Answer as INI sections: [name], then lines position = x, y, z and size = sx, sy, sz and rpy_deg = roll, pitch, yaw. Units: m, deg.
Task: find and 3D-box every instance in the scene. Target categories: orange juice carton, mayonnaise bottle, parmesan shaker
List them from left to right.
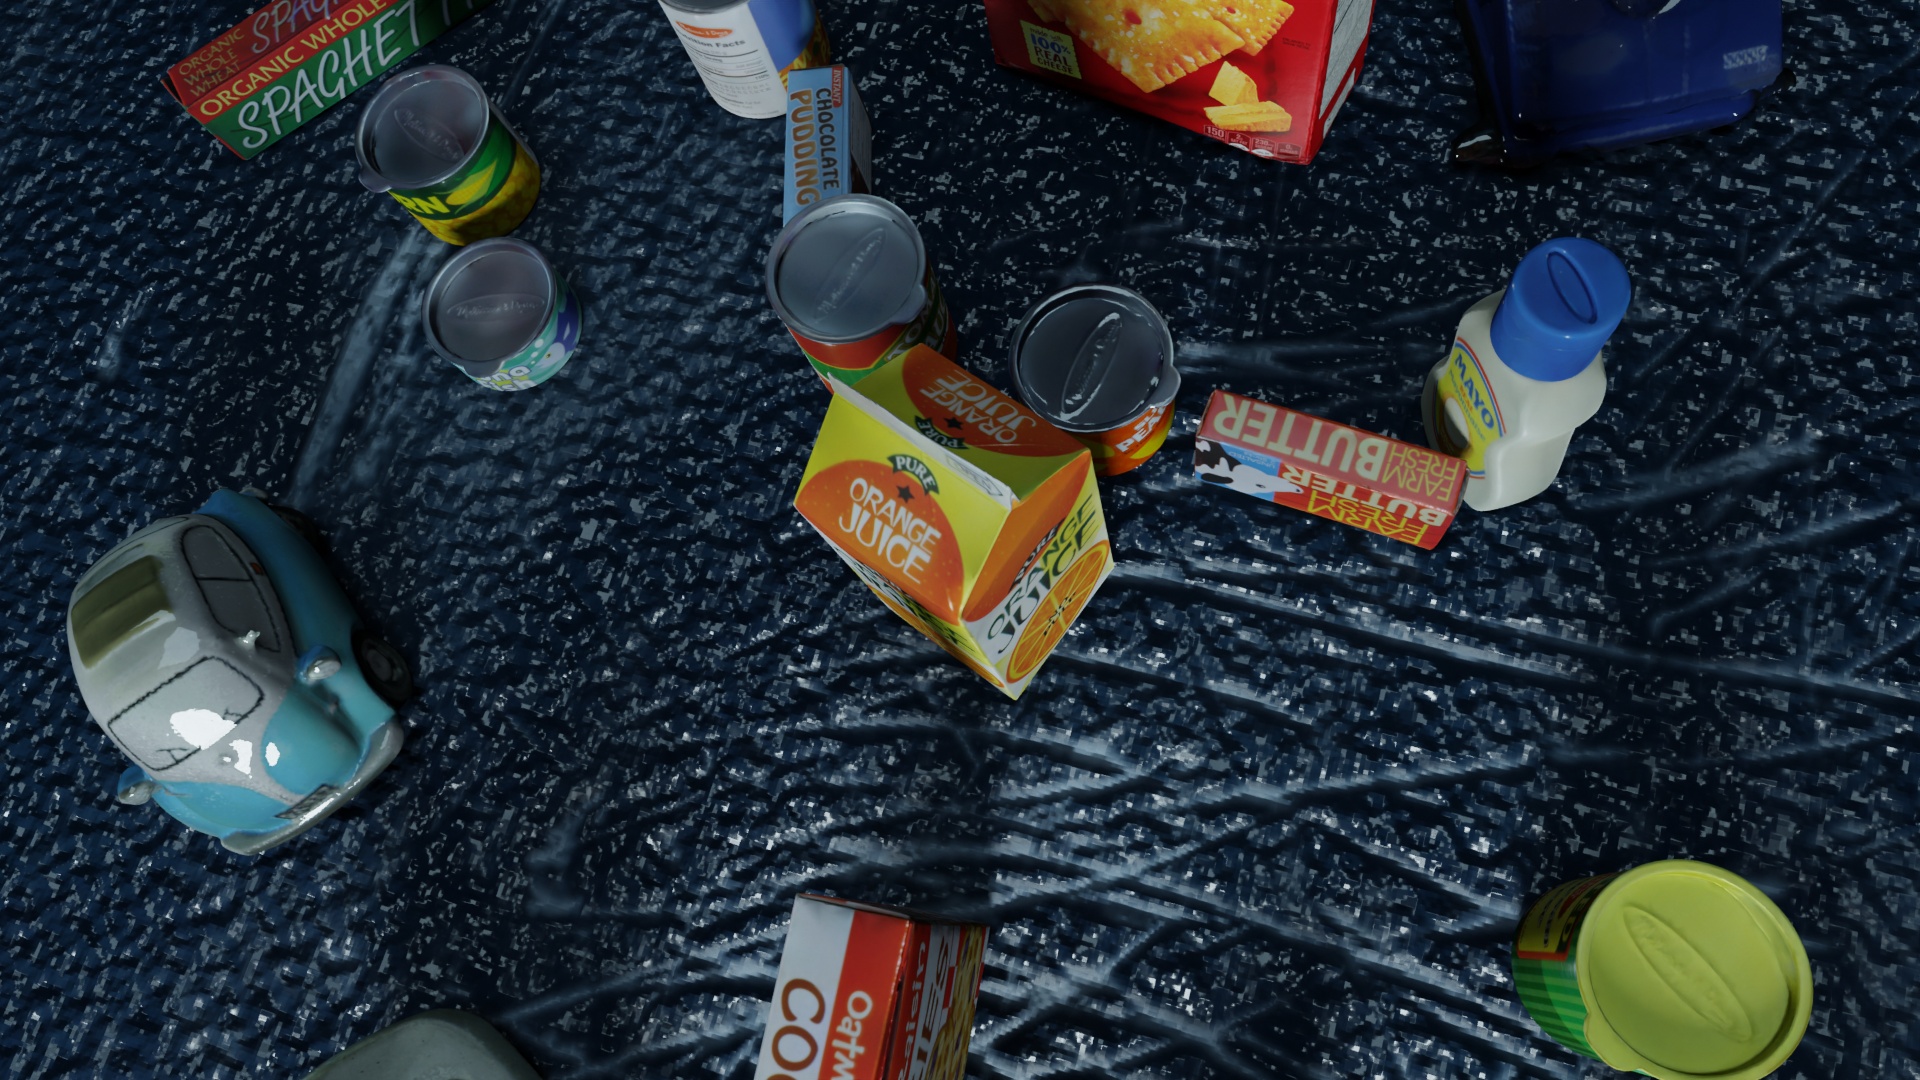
[orange juice carton]
position = 0.002, -0.006, 0.502
size = 0.072, 0.192, 0.073
rpy_deg = 35, 82, 17
[mayonnaise bottle]
position = 0.205, -0.061, 0.509
size = 0.041, 0.147, 0.065
rpy_deg = -20, 71, 3
[parmesan shaker]
position = 0.226, 0.145, 0.466
size = 0.071, 0.103, 0.071
rpy_deg = -3, 73, 9

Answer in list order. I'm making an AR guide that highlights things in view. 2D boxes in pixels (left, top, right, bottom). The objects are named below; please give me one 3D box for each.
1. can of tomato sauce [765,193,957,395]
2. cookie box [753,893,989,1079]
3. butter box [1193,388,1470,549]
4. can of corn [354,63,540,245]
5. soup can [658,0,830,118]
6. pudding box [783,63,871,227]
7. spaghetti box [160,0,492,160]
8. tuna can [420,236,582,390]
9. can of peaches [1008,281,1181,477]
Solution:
[can of tomato sauce]
position = -0.038, -0.098, 0.594
size = 0.071, 0.083, 0.071
rpy_deg = -3, 73, 9
[cookie box]
position = -0.029, 0.185, 0.462
size = 0.040, 0.167, 0.123
rpy_deg = 8, 75, 12
[butter box]
position = 0.147, -0.028, 0.558
size = 0.103, 0.053, 0.024
rpy_deg = 18, 77, 14
[can of corn]
position = -0.246, -0.181, 0.667
size = 0.071, 0.058, 0.071
rpy_deg = -3, 73, 9
[soup can]
position = -0.101, -0.251, 0.651
size = 0.071, 0.083, 0.071
rpy_deg = -3, 73, 9
[pudding box]
position = -0.060, -0.169, 0.637
size = 0.030, 0.049, 0.084
rpy_deg = -4, 73, 8
[spaghetti box]
position = -0.282, -0.282, 0.708
size = 0.250, 0.050, 0.029
rpy_deg = -34, 71, -2
[tuna can]
position = -0.214, -0.103, 0.651
size = 0.071, 0.032, 0.071
rpy_deg = -3, 73, 9
[can of peaches]
position = 0.058, -0.065, 0.582
size = 0.071, 0.058, 0.071
rpy_deg = -3, 73, 9
